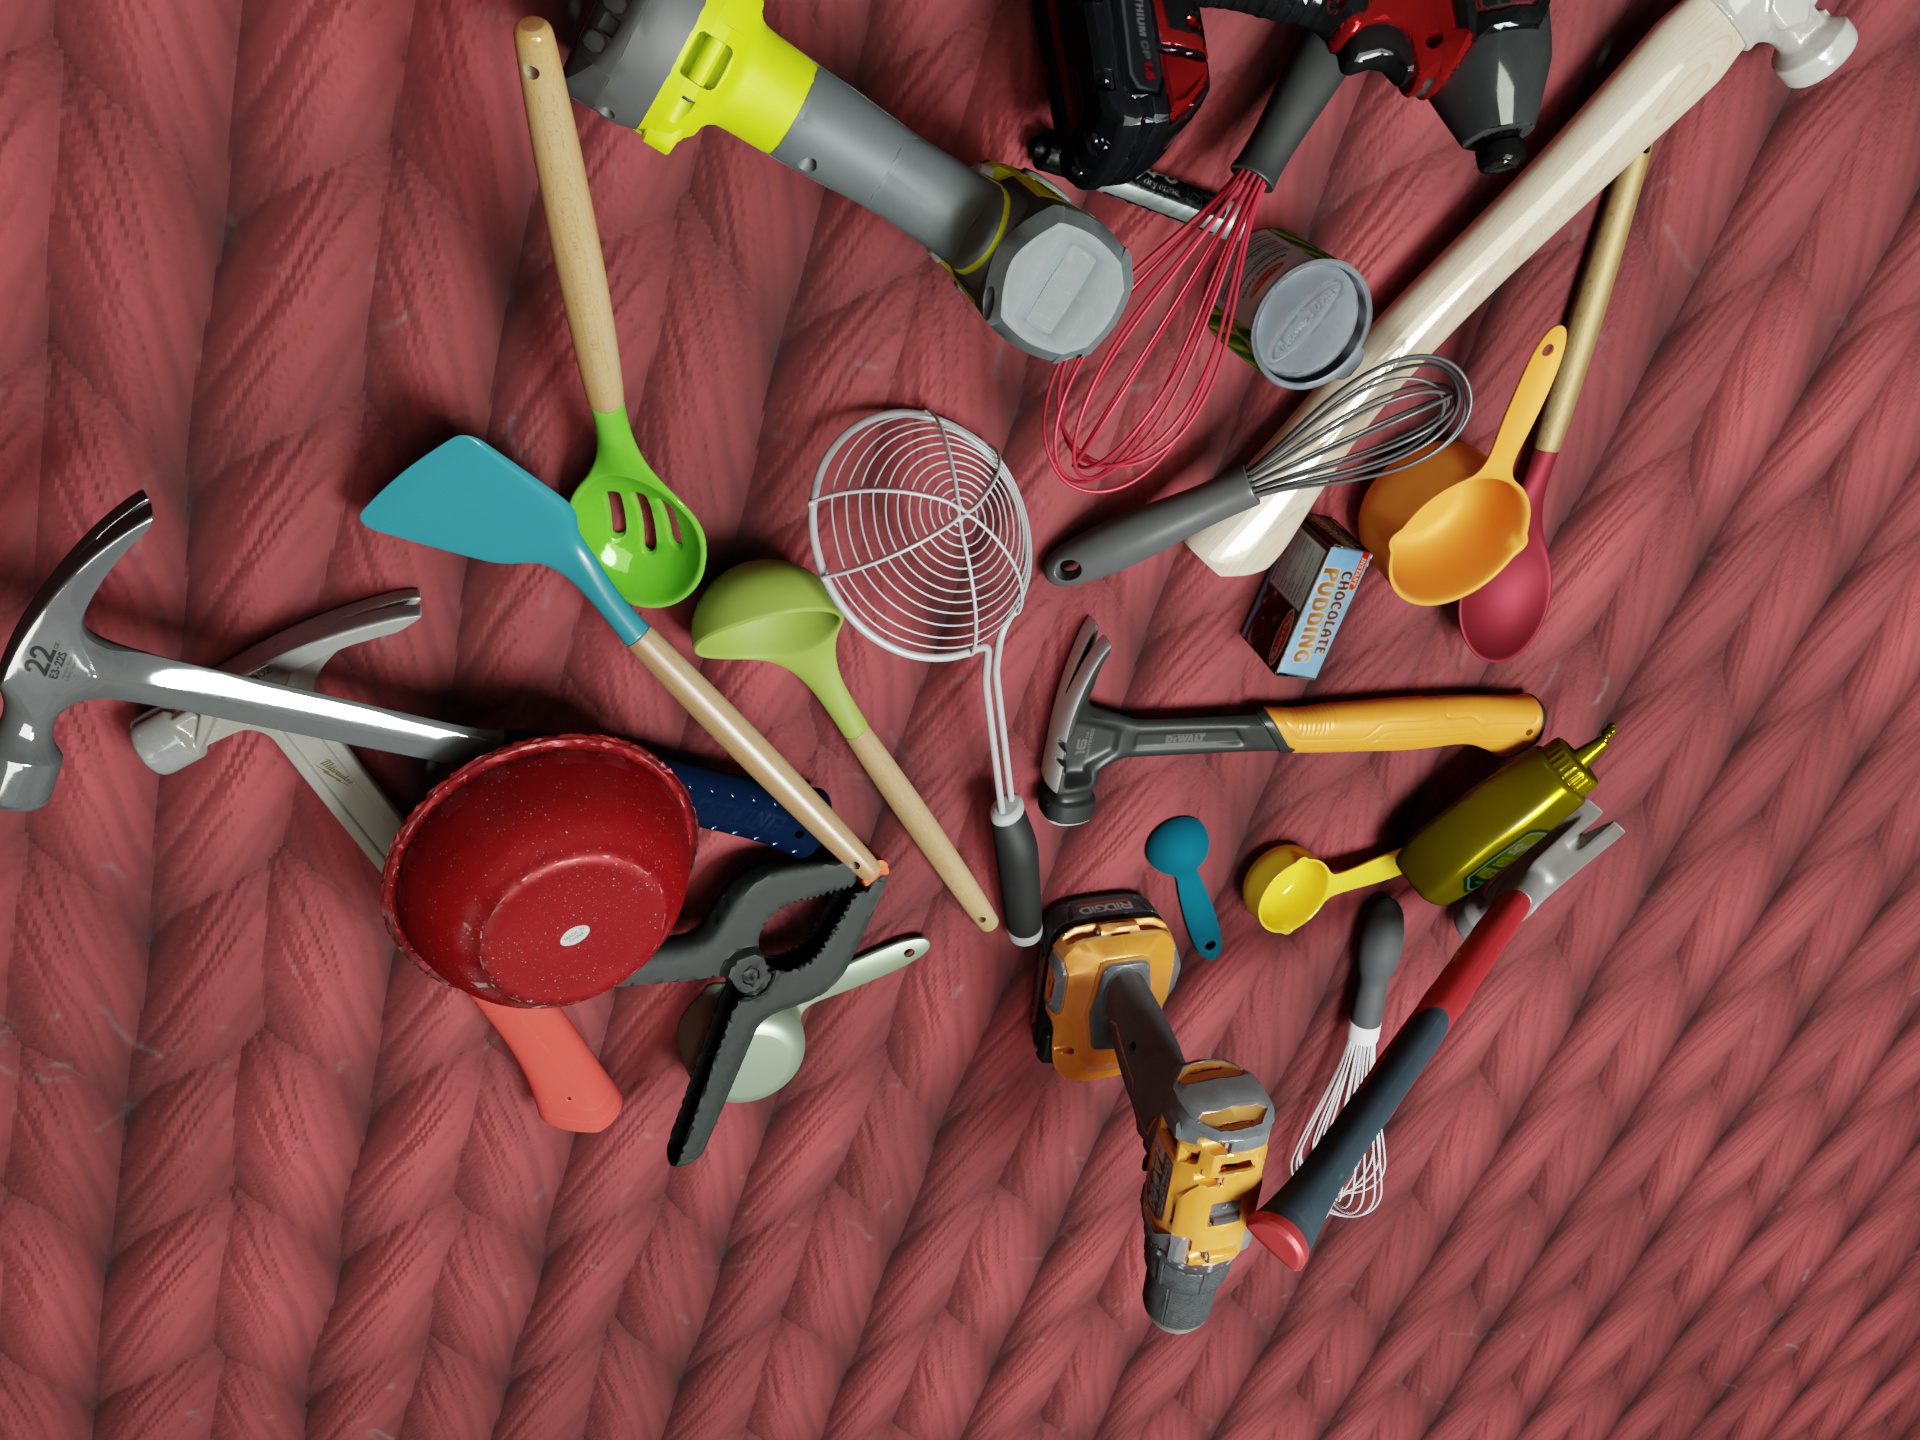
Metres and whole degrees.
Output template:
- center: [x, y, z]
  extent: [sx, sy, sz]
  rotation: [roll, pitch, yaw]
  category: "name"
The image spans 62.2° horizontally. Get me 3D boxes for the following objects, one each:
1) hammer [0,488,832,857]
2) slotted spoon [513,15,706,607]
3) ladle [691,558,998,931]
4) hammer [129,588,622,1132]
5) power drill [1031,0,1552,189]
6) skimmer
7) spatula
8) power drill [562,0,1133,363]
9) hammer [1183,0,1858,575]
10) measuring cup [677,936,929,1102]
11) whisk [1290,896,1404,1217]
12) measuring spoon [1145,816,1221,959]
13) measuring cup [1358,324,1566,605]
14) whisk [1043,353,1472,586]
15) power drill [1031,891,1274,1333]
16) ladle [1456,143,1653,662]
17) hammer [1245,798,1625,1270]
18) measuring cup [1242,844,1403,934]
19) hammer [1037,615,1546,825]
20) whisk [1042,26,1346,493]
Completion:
- center: [-0.234, 0.009, 0.773]
  extent: [0.405, 0.035, 0.144]
  rotation: [16, 107, -38]
  category: "hammer"
- center: [-0.151, -0.153, 0.674]
  extent: [0.070, 0.031, 0.313]
  rotation: [11, 148, 4]
  category: "slotted spoon"
- center: [-0.047, 0.031, 0.884]
  extent: [0.078, 0.062, 0.319]
  rotation: [-17, 132, 18]
  category: "ladle"
- center: [-0.269, 0.099, 0.858]
  extent: [0.149, 0.037, 0.358]
  rotation: [-26, 126, -2]
  category: "hammer"
- center: [0.150, -0.300, 0.691]
  extent: [0.219, 0.078, 0.143]
  rotation: [-10, 90, -9]
  category: "power drill"
- center: [-0.001, -0.003, 0.887]
  extent: [0.127, 0.090, 0.362]
  rotation: [-44, 145, -29]
  category: "skimmer"
- center: [-0.146, -0.017, 0.786]
  extent: [0.082, 0.044, 0.317]
  rotation: [-28, 118, 29]
  category: "spatula"
- center: [-0.045, -0.238, 0.654]
  extent: [0.223, 0.171, 0.080]
  rotation: [27, 109, -22]
  category: "power drill"
- center: [0.261, -0.242, 0.826]
  extent: [0.146, 0.038, 0.410]
  rotation: [36, 107, -23]
  category: "hammer"
- center: [-0.091, 0.180, 0.971]
  extent: [0.167, 0.038, 0.083]
  rotation: [-25, 126, -1]
  category: "measuring cup"
- center: [0.285, 0.248, 1.147]
  extent: [0.070, 0.070, 0.284]
  rotation: [-6, 118, -16]
  category: "whisk"
- center: [0.154, 0.116, 1.030]
  extent: [0.042, 0.021, 0.128]
  rotation: [-25, 125, -3]
  category: "measuring spoon"
- center: [0.280, -0.148, 0.877]
  extent: [0.095, 0.052, 0.173]
  rotation: [-1, 129, -23]
  category: "measuring cup"
- center: [0.149, -0.125, 0.831]
  extent: [0.239, 0.055, 0.055]
  rotation: [-23, 129, 19]
  category: "whisk"
- center: [0.112, 0.236, 0.964]
  extent: [0.084, 0.226, 0.185]
  rotation: [-5, 122, -16]
  category: "power drill"
- center: [0.341, -0.180, 0.908]
  extent: [0.069, 0.031, 0.315]
  rotation: [-5, 121, -22]
  category: "ladle"
- center: [0.284, 0.181, 0.951]
  extent: [0.386, 0.038, 0.143]
  rotation: [-37, 165, -43]
  category: "hammer"
- center: [0.254, 0.098, 1.060]
  extent: [0.156, 0.029, 0.062]
  rotation: [-13, 124, -26]
  category: "measuring cup"
- center: [0.214, -0.002, 0.970]
  extent: [0.336, 0.034, 0.127]
  rotation: [-2, 123, -19]
  category: "hammer"
- center: [0.127, -0.239, 0.750]
  extent: [0.073, 0.073, 0.296]
  rotation: [28, 94, -32]
  category: "whisk"
